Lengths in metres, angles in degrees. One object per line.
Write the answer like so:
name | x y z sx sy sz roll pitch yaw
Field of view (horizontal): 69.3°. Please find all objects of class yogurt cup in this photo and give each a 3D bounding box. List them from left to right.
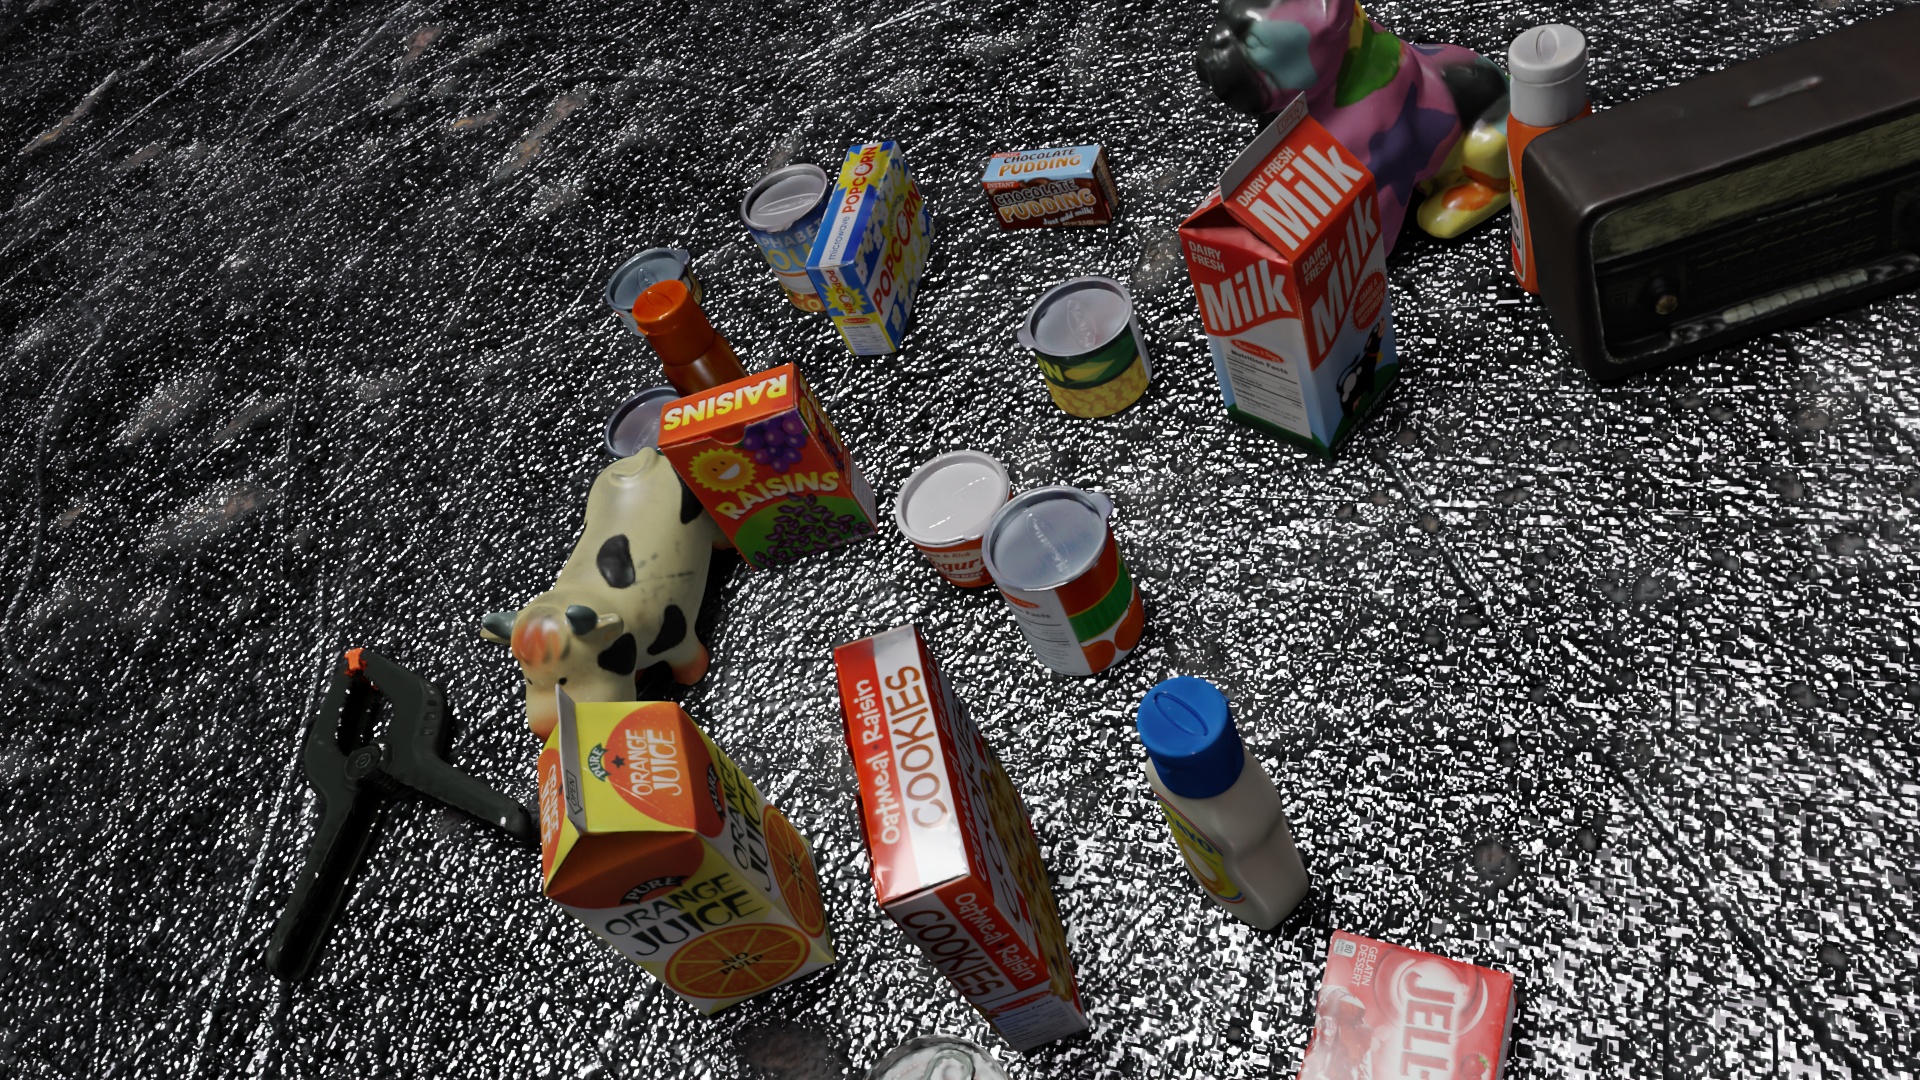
yogurt cup | 0.003 -0.010 0.795 0.072 0.053 0.073 -12 49 15

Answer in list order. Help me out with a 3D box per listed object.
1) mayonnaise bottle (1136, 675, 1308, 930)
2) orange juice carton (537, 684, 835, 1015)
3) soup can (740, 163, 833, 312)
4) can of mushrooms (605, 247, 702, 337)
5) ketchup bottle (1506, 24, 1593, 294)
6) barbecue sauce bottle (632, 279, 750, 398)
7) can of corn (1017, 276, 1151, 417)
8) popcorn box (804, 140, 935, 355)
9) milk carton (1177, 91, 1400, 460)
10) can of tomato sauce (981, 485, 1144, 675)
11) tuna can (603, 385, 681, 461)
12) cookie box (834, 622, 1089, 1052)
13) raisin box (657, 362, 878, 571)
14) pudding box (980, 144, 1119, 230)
mayonnaise bottle | 0.108 0.110 0.587 0.041 0.147 0.065 -41 49 -11
orange juice carton | -0.132 0.141 0.637 0.073 0.192 0.072 -24 48 5
soup can | -0.109 -0.212 0.989 0.071 0.083 0.072 -12 49 15
can of mushrooms | -0.231 -0.190 1.057 0.071 0.033 0.071 -12 49 15
ketchup bottle | 0.320 -0.206 0.752 0.043 0.148 0.065 -3 52 22
barbecue sauce bottle | -0.154 -0.098 0.871 0.044 0.148 0.065 -44 49 -14
can of corn | 0.076 -0.116 0.847 0.071 0.058 0.071 -12 49 15
popcorn box | -0.060 -0.201 0.958 0.038 0.085 0.127 -2 52 22
milk carton | 0.174 -0.137 0.732 0.073 0.189 0.072 29 69 38
can of tomato sauce | 0.057 0.021 0.727 0.071 0.082 0.071 -12 49 15
tuna can | -0.205 -0.071 0.950 0.071 0.032 0.071 -12 49 15
cookie box | 0.000 0.132 0.603 0.040 0.166 0.123 -22 48 6
raisin box | -0.111 -0.040 0.823 0.086 0.123 0.040 -15 49 12
pudding box | 0.063 -0.244 0.963 0.083 0.049 0.030 3 55 26
